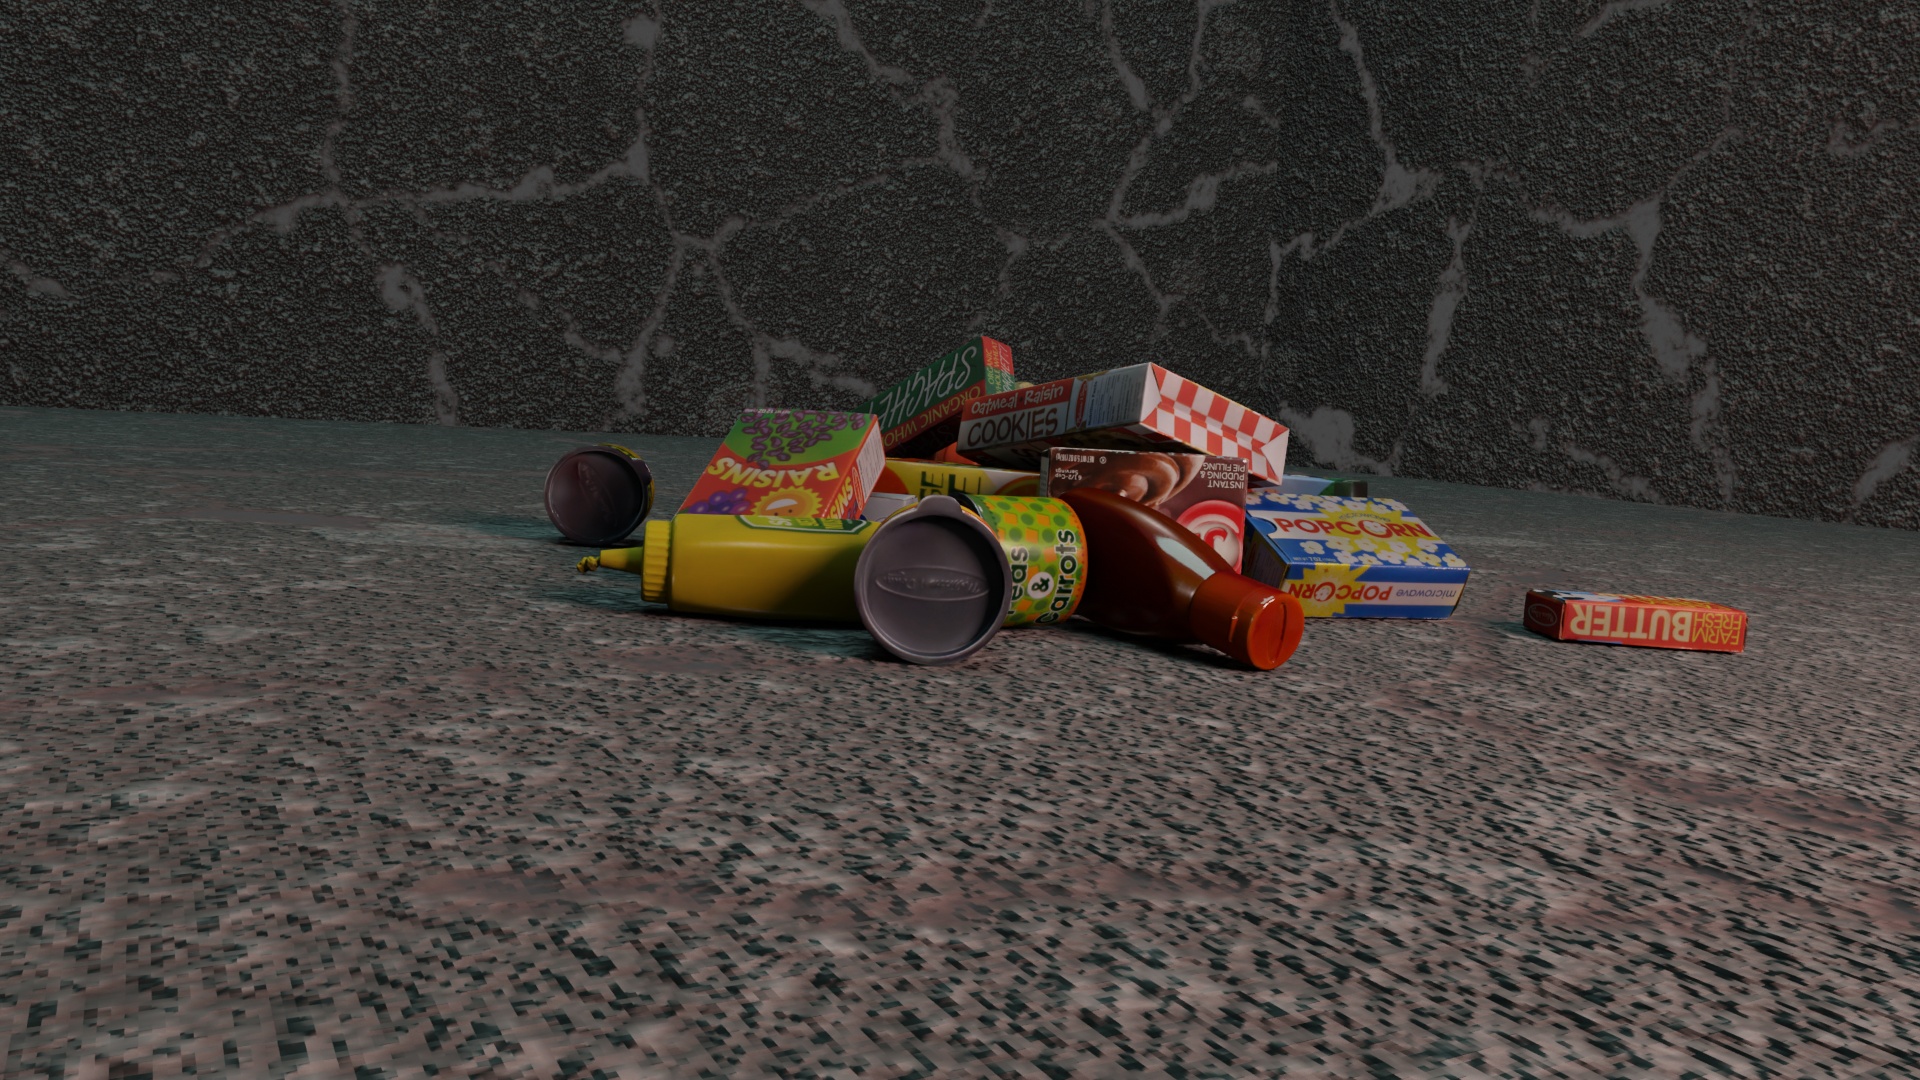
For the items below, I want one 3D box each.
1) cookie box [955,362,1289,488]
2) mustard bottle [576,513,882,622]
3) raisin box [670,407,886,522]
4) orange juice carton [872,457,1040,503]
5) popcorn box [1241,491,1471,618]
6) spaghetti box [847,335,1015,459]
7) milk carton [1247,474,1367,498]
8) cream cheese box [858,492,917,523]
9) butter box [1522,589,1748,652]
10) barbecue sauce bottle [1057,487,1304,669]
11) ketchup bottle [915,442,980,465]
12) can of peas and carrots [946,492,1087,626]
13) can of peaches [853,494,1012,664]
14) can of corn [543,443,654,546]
[{"bbox_3d":[0.096,-0.060,0.856,0.123,0.040,0.167,18,-14,-36],"label":"cookie box"},{"bbox_3d":[-0.102,0.012,0.670,0.160,0.048,0.065,3,7,-13],"label":"mustard bottle"},{"bbox_3d":[-0.101,-0.023,0.776,0.086,0.039,0.124,5,39,14],"label":"raisin box"},{"bbox_3d":[0.003,-0.011,0.850,0.193,0.071,0.073,6,5,21],"label":"orange juice carton"},{"bbox_3d":[0.226,0.008,0.830,0.127,0.038,0.085,2,31,-19],"label":"popcorn box"},{"bbox_3d":[-0.060,-0.071,0.984,0.249,0.050,0.028,-25,-32,39],"label":"spaghetti box"},{"bbox_3d":[0.189,-0.015,1.002,0.190,0.073,0.072,6,5,25],"label":"milk carton"},{"bbox_3d":[-0.078,-0.004,0.825,0.104,0.053,0.024,6,7,17],"label":"cream cheese box"},{"bbox_3d":[0.380,0.045,0.785,0.103,0.024,0.053,4,5,1],"label":"butter box"},{"bbox_3d":[0.099,0.021,0.671,0.044,0.064,0.149,-2,17,-34],"label":"barbecue sauce bottle"},{"bbox_3d":[-0.052,-0.039,1.024,0.148,0.043,0.065,-20,29,41],"label":"ketchup bottle"},{"bbox_3d":[0.023,0.011,0.684,0.059,0.071,0.071,1,6,-29],"label":"can of peas and carrots"},{"bbox_3d":[-0.011,0.014,0.603,0.071,0.071,0.058,4,4,-1],"label":"can of peaches"},{"bbox_3d":[-0.238,-0.033,0.929,0.071,0.071,0.058,3,5,-8],"label":"can of corn"}]
